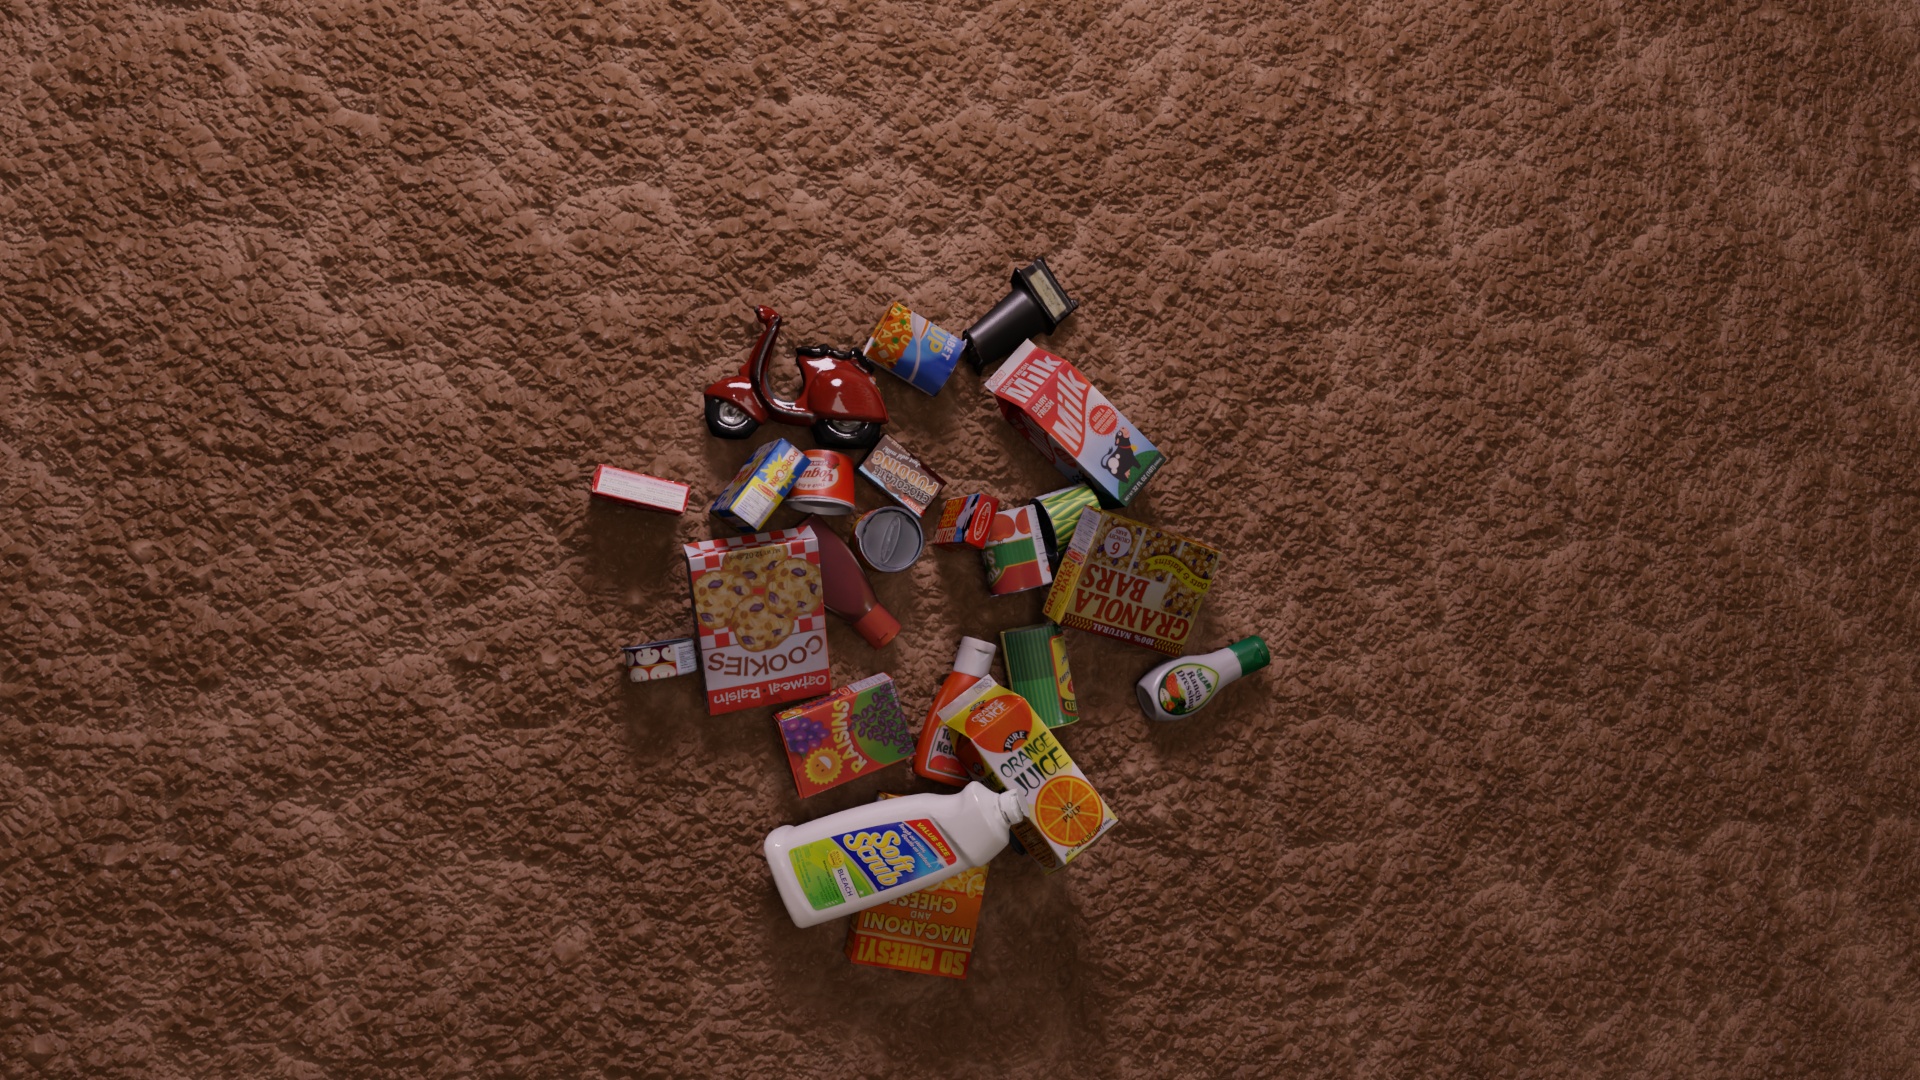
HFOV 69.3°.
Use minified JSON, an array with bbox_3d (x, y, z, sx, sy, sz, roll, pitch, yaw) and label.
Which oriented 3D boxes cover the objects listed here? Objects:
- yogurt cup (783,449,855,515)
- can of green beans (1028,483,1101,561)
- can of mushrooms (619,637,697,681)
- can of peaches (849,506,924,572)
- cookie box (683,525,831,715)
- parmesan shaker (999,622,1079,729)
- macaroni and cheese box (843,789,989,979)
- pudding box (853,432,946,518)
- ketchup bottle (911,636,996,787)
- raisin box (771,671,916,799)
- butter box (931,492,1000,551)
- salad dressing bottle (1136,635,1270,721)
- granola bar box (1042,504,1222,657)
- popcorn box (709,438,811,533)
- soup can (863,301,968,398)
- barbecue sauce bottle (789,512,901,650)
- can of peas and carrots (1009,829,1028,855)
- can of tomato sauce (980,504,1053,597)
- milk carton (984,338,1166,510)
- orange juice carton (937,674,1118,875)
[{"bbox_3d":[-0.136,-0.058,1.383,0.072,0.072,0.054,8,78,-16],"label":"yogurt cup"},{"bbox_3d":[0.111,-0.021,1.450,0.058,0.071,0.071,-18,93,-16],"label":"can of green beans"},{"bbox_3d":[-0.289,0.114,1.329,0.071,0.071,0.033,-8,91,-16],"label":"can of mushrooms"},{"bbox_3d":[-0.077,-0.001,1.399,0.071,0.058,0.071,1,88,-15],"label":"can of peaches"},{"bbox_3d":[-0.194,0.078,1.341,0.123,0.040,0.166,-9,112,-16],"label":"cookie box"},{"bbox_3d":[0.081,0.140,1.430,0.071,0.071,0.103,-10,90,-16],"label":"parmesan shaker"},{"bbox_3d":[-0.039,0.347,1.402,0.124,0.040,0.166,13,83,-14],"label":"macaroni and cheese box"},{"bbox_3d":[-0.062,-0.066,1.421,0.083,0.030,0.050,39,79,-11],"label":"pudding box"},{"bbox_3d":[-0.001,0.174,1.420,0.065,0.043,0.149,18,82,-18],"label":"ketchup bottle"},{"bbox_3d":[-0.116,0.193,1.382,0.124,0.040,0.086,-19,104,-16],"label":"raisin box"},{"bbox_3d":[0.005,-0.018,1.400,0.024,0.103,0.053,22,80,-18],"label":"butter box"},{"bbox_3d":[0.263,0.145,1.497,0.148,0.044,0.064,-22,97,-16],"label":"salad dressing bottle"},{"bbox_3d":[0.180,0.044,1.444,0.165,0.039,0.124,17,99,-31],"label":"granola bar box"},{"bbox_3d":[-0.194,-0.051,1.333,0.038,0.126,0.085,38,79,-14],"label":"popcorn box"},{"bbox_3d":[-0.046,-0.196,1.412,0.084,0.071,0.071,30,80,-13],"label":"soup can"},{"bbox_3d":[-0.121,0.045,1.391,0.065,0.044,0.148,-41,100,1],"label":"barbecue sauce bottle"},{"bbox_3d":[0.079,0.283,1.424,0.059,0.071,0.071,-16,92,-17],"label":"can of peas and carrots"},{"bbox_3d":[0.052,0.011,1.432,0.071,0.071,0.083,-13,91,-16],"label":"can of tomato sauce"},{"bbox_3d":[0.115,-0.121,1.453,0.190,0.073,0.072,44,77,-10],"label":"milk carton"},{"bbox_3d":[0.060,0.226,1.365,0.072,0.072,0.193,-34,80,-24],"label":"orange juice carton"}]
